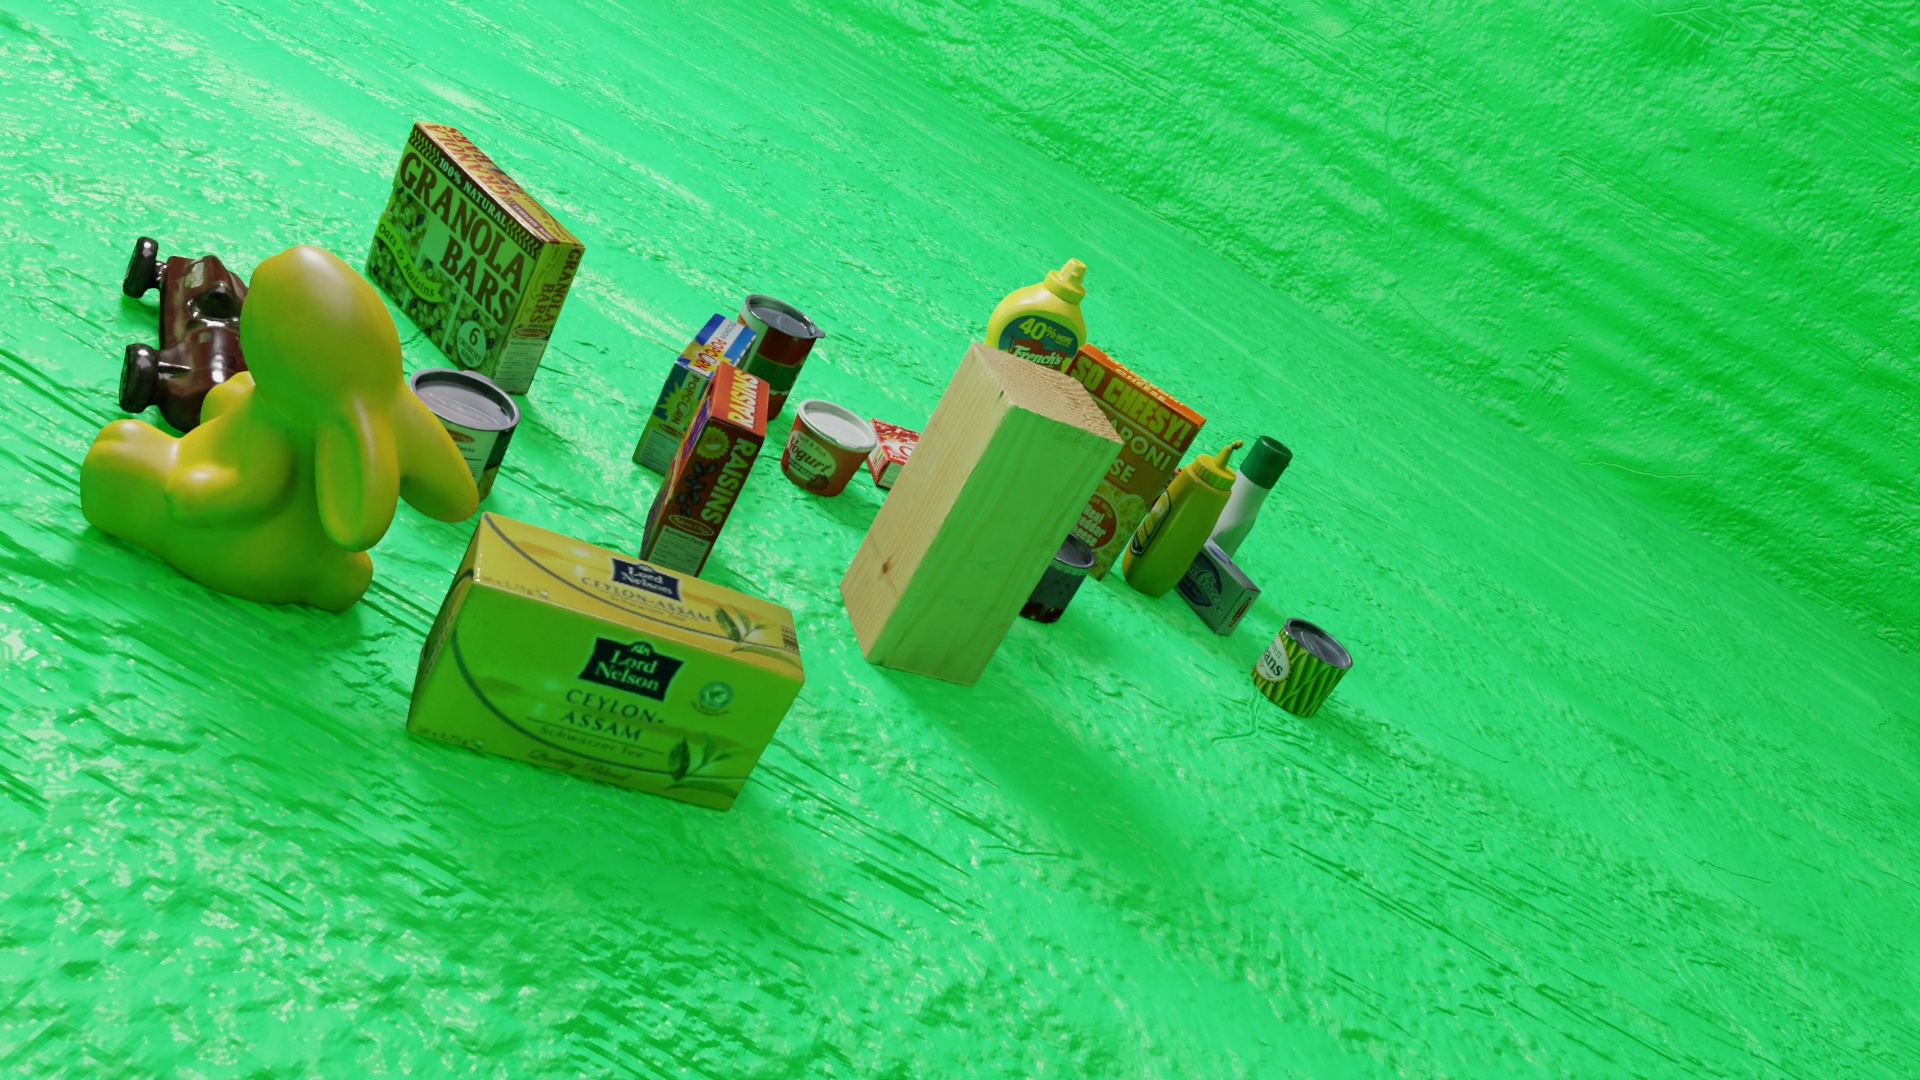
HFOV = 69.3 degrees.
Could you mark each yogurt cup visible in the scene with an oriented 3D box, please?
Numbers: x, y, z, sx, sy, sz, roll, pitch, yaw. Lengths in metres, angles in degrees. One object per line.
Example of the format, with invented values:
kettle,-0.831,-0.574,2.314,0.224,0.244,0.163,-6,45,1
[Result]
yogurt cup,-0.107,-0.071,1.093,0.072,0.053,0.073,25,24,-12

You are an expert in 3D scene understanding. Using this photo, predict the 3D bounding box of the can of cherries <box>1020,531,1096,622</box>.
can of cherries,0.062,0.022,1.098,0.071,0.058,0.072,25,24,-12

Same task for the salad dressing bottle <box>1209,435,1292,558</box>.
salad dressing bottle,0.259,-0.030,1.314,0.064,0.147,0.044,-2,40,-51

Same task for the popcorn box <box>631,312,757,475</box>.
popcorn box,-0.195,-0.109,1.027,0.038,0.085,0.127,27,24,-8

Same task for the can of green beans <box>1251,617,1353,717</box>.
can of green beans,0.292,0.109,1.192,0.071,0.057,0.071,25,24,-12

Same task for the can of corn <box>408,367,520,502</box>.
can of corn,-0.309,-0.064,0.844,0.071,0.058,0.071,25,24,-12

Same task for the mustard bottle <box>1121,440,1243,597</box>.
mustard bottle,0.200,-0.026,1.223,0.049,0.159,0.065,25,24,-13

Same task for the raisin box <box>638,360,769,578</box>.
raisin box,-0.164,-0.041,0.884,0.040,0.123,0.086,23,25,-17

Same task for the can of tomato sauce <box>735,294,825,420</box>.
can of tomato sauce,-0.162,-0.150,1.146,0.071,0.082,0.071,25,24,-12

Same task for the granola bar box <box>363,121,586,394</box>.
granola bar box,-0.347,-0.200,0.982,0.166,0.123,0.039,42,26,23

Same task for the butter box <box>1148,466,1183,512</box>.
butter box,0.213,-0.048,1.410,0.103,0.053,0.024,31,24,1

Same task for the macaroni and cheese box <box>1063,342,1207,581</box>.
macaroni and cheese box,0.116,-0.068,1.201,0.124,0.165,0.040,34,24,8

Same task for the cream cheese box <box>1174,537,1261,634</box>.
cream cheese box,0.223,0.033,1.265,0.024,0.053,0.104,9,32,-40
